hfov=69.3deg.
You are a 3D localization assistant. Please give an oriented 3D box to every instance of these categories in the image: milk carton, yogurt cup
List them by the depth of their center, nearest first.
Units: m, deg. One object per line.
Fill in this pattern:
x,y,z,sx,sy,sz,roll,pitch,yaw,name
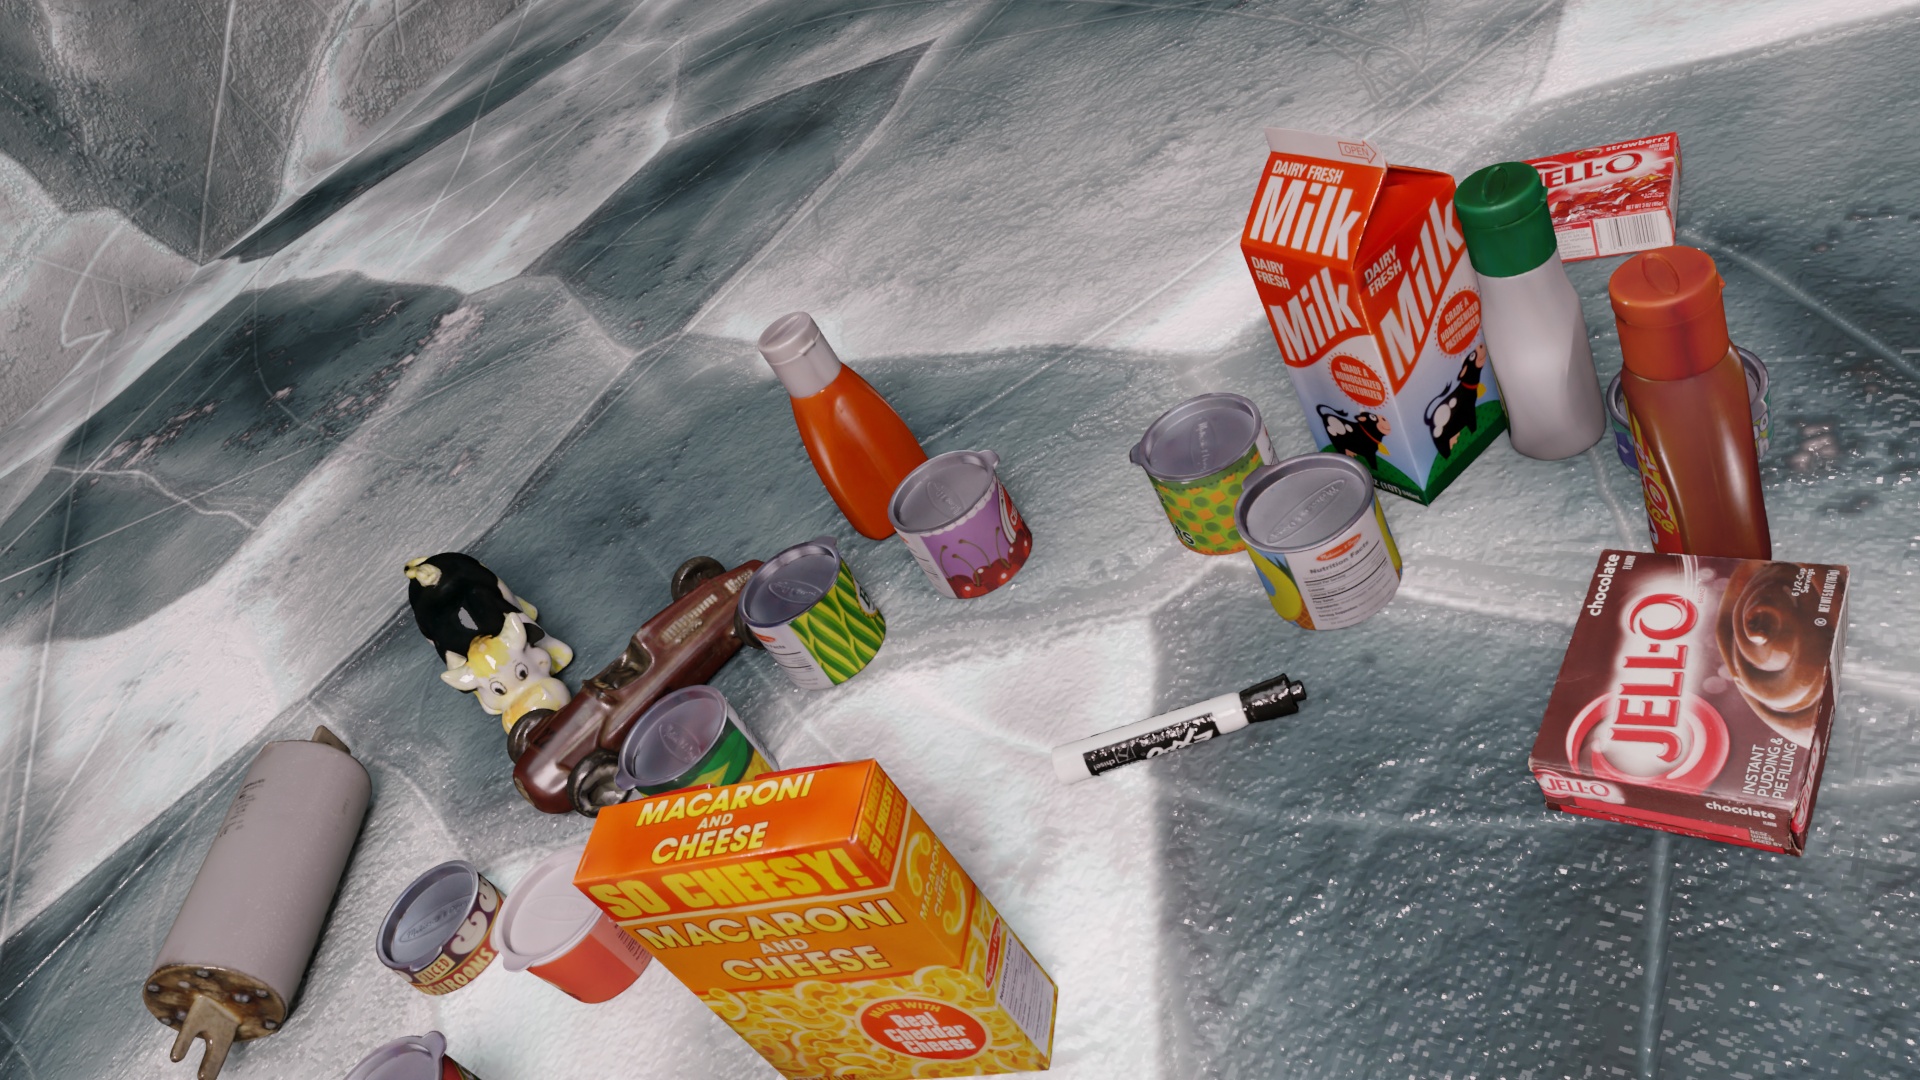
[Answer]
0.198,-0.114,0.666,0.073,0.190,0.072,-42,37,-14,milk carton
-0.190,0.195,0.698,0.072,0.053,0.073,-20,37,16,yogurt cup

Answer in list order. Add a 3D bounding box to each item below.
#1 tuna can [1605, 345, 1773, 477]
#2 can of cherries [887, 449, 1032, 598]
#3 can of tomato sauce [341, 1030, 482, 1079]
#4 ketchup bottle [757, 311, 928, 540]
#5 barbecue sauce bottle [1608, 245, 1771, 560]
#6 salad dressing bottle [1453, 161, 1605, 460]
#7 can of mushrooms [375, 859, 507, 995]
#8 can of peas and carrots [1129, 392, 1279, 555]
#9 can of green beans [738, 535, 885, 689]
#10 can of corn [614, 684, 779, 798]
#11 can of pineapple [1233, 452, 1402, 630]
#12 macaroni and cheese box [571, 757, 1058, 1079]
0.334,-0.057,0.633,0.071,0.032,0.071,-20,37,16,tuna can
0.003,-0.010,0.798,0.071,0.058,0.072,-20,37,16,can of cherries
-0.231,0.268,0.616,0.071,0.082,0.071,-20,37,16,can of tomato sauce
-0.070,-0.071,0.847,0.065,0.148,0.043,-46,38,-19,ketchup bottle
0.291,-0.048,0.555,0.043,0.148,0.065,-17,38,20,barbecue sauce bottle
0.263,-0.104,0.643,0.044,0.147,0.064,-4,44,34,salad dressing bottle
-0.282,0.214,0.761,0.071,0.033,0.071,-20,37,16,can of mushrooms
0.132,-0.034,0.731,0.071,0.058,0.071,-20,37,16,can of peas and carrots
-0.084,0.043,0.799,0.071,0.057,0.071,-20,37,16,can of green beans
-0.141,0.123,0.745,0.071,0.058,0.071,-20,37,16,can of corn
0.171,-0.001,0.664,0.071,0.057,0.071,-20,37,16,can of pineapple
-0.052,0.156,0.547,0.123,0.166,0.040,-14,39,23,macaroni and cheese box
